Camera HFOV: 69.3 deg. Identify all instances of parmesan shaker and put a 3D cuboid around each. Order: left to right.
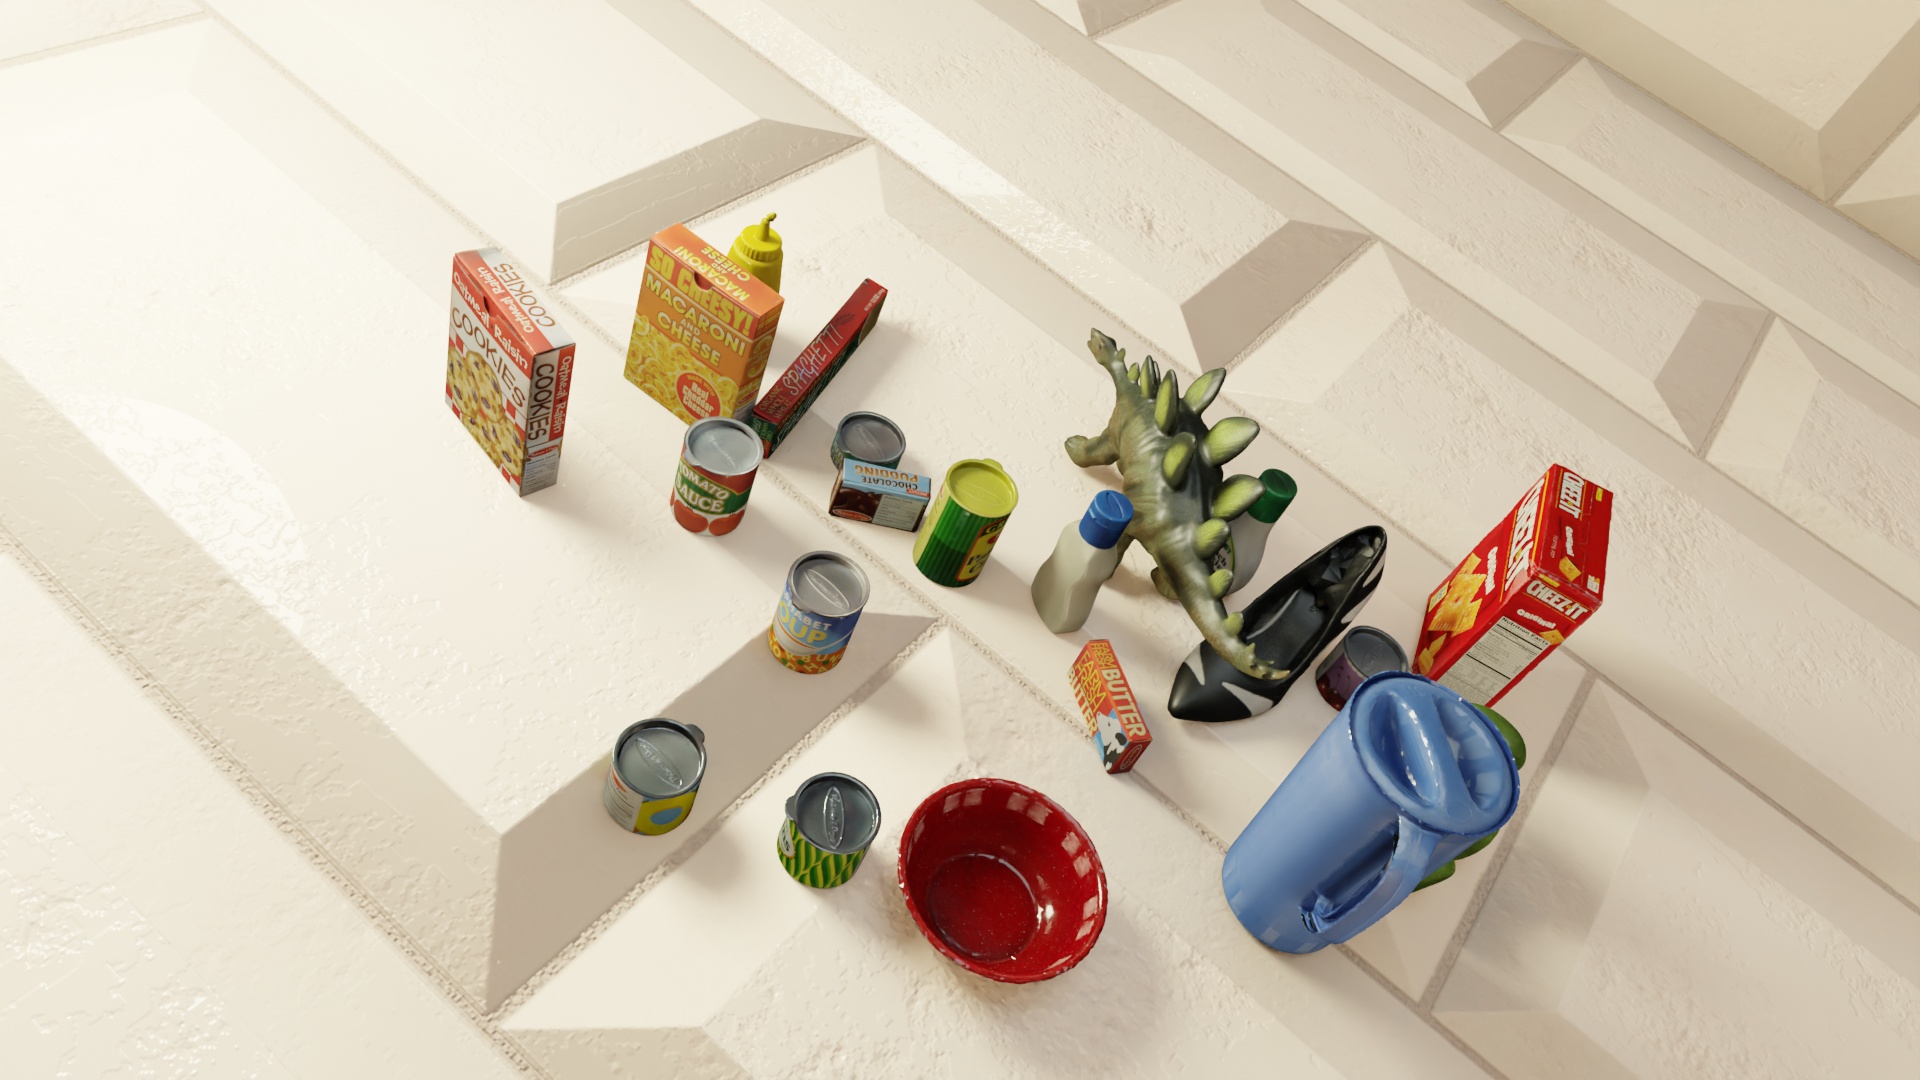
[{"bbox_3d":[0.004,-0.015,1.227,0.071,0.102,0.072,12,47,-13],"label":"parmesan shaker"}]

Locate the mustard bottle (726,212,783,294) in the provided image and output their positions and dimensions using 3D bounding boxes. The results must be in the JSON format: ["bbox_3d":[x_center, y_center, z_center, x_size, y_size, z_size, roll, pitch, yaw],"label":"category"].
[{"bbox_3d":[-0.198,-0.248,1.306,0.049,0.159,0.065,-11,56,-30],"label":"mustard bottle"}]

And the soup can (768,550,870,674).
[{"bbox_3d":[-0.118,0.060,1.122,0.071,0.083,0.072,12,47,-13],"label":"soup can"}]

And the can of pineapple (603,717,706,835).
[{"bbox_3d":[-0.219,0.170,1.001,0.071,0.057,0.071,12,47,-13],"label":"can of pineapple"}]

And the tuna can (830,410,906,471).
[{"bbox_3d":[-0.089,-0.086,1.298,0.071,0.032,0.071,12,47,-13],"label":"tuna can"}]

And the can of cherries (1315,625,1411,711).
[{"bbox_3d":[0.375,0.124,1.291,0.071,0.058,0.072,12,47,-13],"label":"can of cherries"}]

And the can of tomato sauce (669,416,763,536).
[{"bbox_3d":[-0.210,-0.053,1.183,0.071,0.082,0.071,12,47,-13],"label":"can of tomato sauce"}]

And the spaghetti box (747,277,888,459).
[{"bbox_3d":[-0.137,-0.170,1.340,0.029,0.049,0.251,28,46,2],"label":"spaghetti box"}]

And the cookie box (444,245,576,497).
[{"bbox_3d":[-0.370,-0.136,1.130,0.040,0.166,0.123,-26,65,-38],"label":"cookie box"}]

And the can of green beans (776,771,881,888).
[{"bbox_3d":[-0.097,0.212,1.015,0.071,0.057,0.071,12,47,-13],"label":"can of green beans"}]

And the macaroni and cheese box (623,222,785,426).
[{"bbox_3d":[-0.229,-0.177,1.226,0.124,0.165,0.040,36,47,10],"label":"macaroni and cheese box"}]

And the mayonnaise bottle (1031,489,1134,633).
[{"bbox_3d":[0.107,0.017,1.211,0.041,0.147,0.065,-4,53,-26],"label":"mayonnaise bottle"}]

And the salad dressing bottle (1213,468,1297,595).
[{"bbox_3d":[0.265,-0.007,1.298,0.044,0.146,0.064,-7,54,-28],"label":"salad dressing bottle"}]

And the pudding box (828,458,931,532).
[{"bbox_3d":[-0.073,-0.040,1.253,0.084,0.049,0.030,11,47,-13],"label":"pudding box"}]

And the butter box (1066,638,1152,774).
[{"bbox_3d":[0.125,0.140,1.176,0.024,0.052,0.104,-3,52,-25],"label":"butter box"}]
